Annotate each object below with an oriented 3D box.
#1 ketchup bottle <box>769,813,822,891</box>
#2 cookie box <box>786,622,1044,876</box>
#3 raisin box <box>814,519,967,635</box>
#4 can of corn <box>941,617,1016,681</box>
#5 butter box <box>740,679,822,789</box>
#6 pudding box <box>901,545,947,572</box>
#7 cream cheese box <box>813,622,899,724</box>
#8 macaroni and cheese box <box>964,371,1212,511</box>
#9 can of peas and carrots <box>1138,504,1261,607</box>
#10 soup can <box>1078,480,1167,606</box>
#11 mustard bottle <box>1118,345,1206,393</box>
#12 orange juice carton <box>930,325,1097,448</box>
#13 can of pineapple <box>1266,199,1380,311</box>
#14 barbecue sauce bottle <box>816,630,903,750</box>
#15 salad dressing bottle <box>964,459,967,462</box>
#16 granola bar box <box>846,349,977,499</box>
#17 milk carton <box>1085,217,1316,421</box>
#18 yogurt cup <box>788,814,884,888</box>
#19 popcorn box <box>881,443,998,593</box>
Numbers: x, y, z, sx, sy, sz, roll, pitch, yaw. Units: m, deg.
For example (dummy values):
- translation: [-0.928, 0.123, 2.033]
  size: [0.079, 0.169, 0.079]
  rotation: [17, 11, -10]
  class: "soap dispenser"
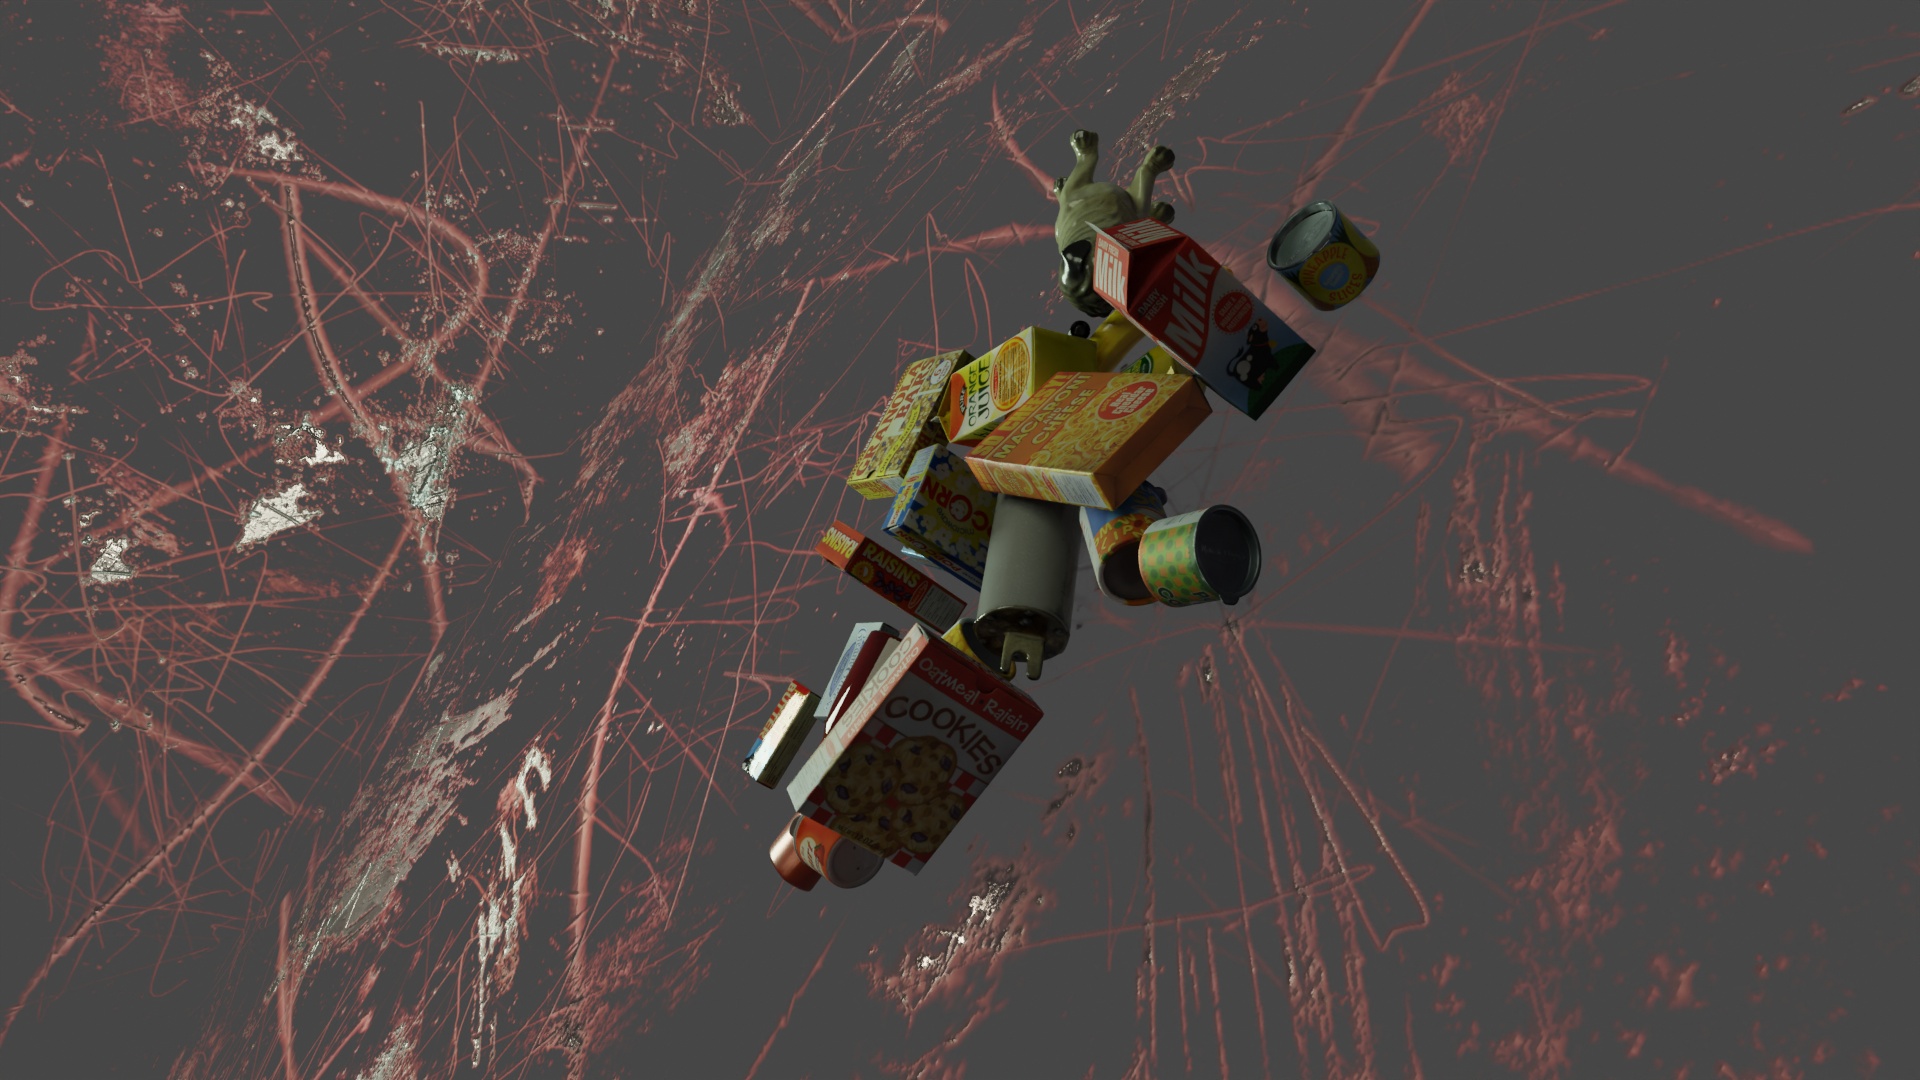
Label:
- translation: [-0.106, 0.229, 1.206]
  size: [0.148, 0.043, 0.065]
  rotation: [-53, 27, 4]
  class: "ketchup bottle"
- translation: [-0.033, 0.163, 1.074]
  size: [0.167, 0.123, 0.040]
  rotation: [-52, 27, 5]
  class: "cookie box"
- translation: [-0.065, 0.034, 1.278]
  size: [0.040, 0.123, 0.086]
  rotation: [-56, 26, -3]
  class: "raisin box"
- translation: [0.005, 0.108, 1.144]
  size: [0.058, 0.071, 0.071]
  rotation: [-44, 28, 21]
  class: "can of corn"
- translation: [-0.177, 0.194, 1.389]
  size: [0.103, 0.024, 0.053]
  rotation: [-59, 27, -8]
  class: "butter box"
- translation: [-0.019, 0.002, 1.345]
  size: [0.050, 0.030, 0.084]
  rotation: [-60, 26, -8]
  class: "pudding box"
- translation: [-0.099, 0.128, 1.337]
  size: [0.053, 0.024, 0.104]
  rotation: [-9, 51, 54]
  class: "cream cheese box"
- translation: [0.098, -0.082, 1.104]
  size: [0.124, 0.040, 0.166]
  rotation: [-43, 28, -22]
  class: "macaroni and cheese box"
- translation: [0.169, 0.014, 0.980]
  size: [0.058, 0.071, 0.071]
  rotation: [-16, 46, 53]
  class: "can of peas and carrots"
- translation: [0.132, -0.001, 1.059]
  size: [0.071, 0.071, 0.084]
  rotation: [-44, 29, 22]
  class: "soup can"
- translation: [0.138, -0.110, 1.194]
  size: [0.159, 0.049, 0.066]
  rotation: [-32, 35, 38]
  class: "mustard bottle"
- translation: [0.047, -0.132, 1.311]
  size: [0.192, 0.072, 0.073]
  rotation: [-22, 63, 58]
  class: "orange juice carton"
- translation: [0.281, -0.219, 1.074]
  size: [0.070, 0.058, 0.071]
  rotation: [-40, 30, 29]
  class: "can of pineapple"
- translation: [-0.092, 0.156, 1.270]
  size: [0.065, 0.043, 0.149]
  rotation: [11, 69, 54]
  class: "barbecue sauce bottle"
- translation: [0.011, -0.055, 1.349]
  size: [0.147, 0.044, 0.064]
  rotation: [-9, 57, 57]
  class: "salad dressing bottle"
- translation: [-0.051, -0.128, 1.541]
  size: [0.124, 0.039, 0.166]
  rotation: [-5, 55, 58]
  class: "granola bar box"
- translation: [0.173, -0.179, 1.058]
  size: [0.073, 0.190, 0.072]
  rotation: [-51, 26, 9]
  class: "milk carton"
- translation: [-0.097, 0.251, 1.147]
  size: [0.072, 0.072, 0.054]
  rotation: [-57, 34, -4]
  class: "yogurt cup"
- translation: [0.004, -0.015, 1.218]
  size: [0.038, 0.126, 0.085]
  rotation: [-18, 44, 57]
  class: "popcorn box"
